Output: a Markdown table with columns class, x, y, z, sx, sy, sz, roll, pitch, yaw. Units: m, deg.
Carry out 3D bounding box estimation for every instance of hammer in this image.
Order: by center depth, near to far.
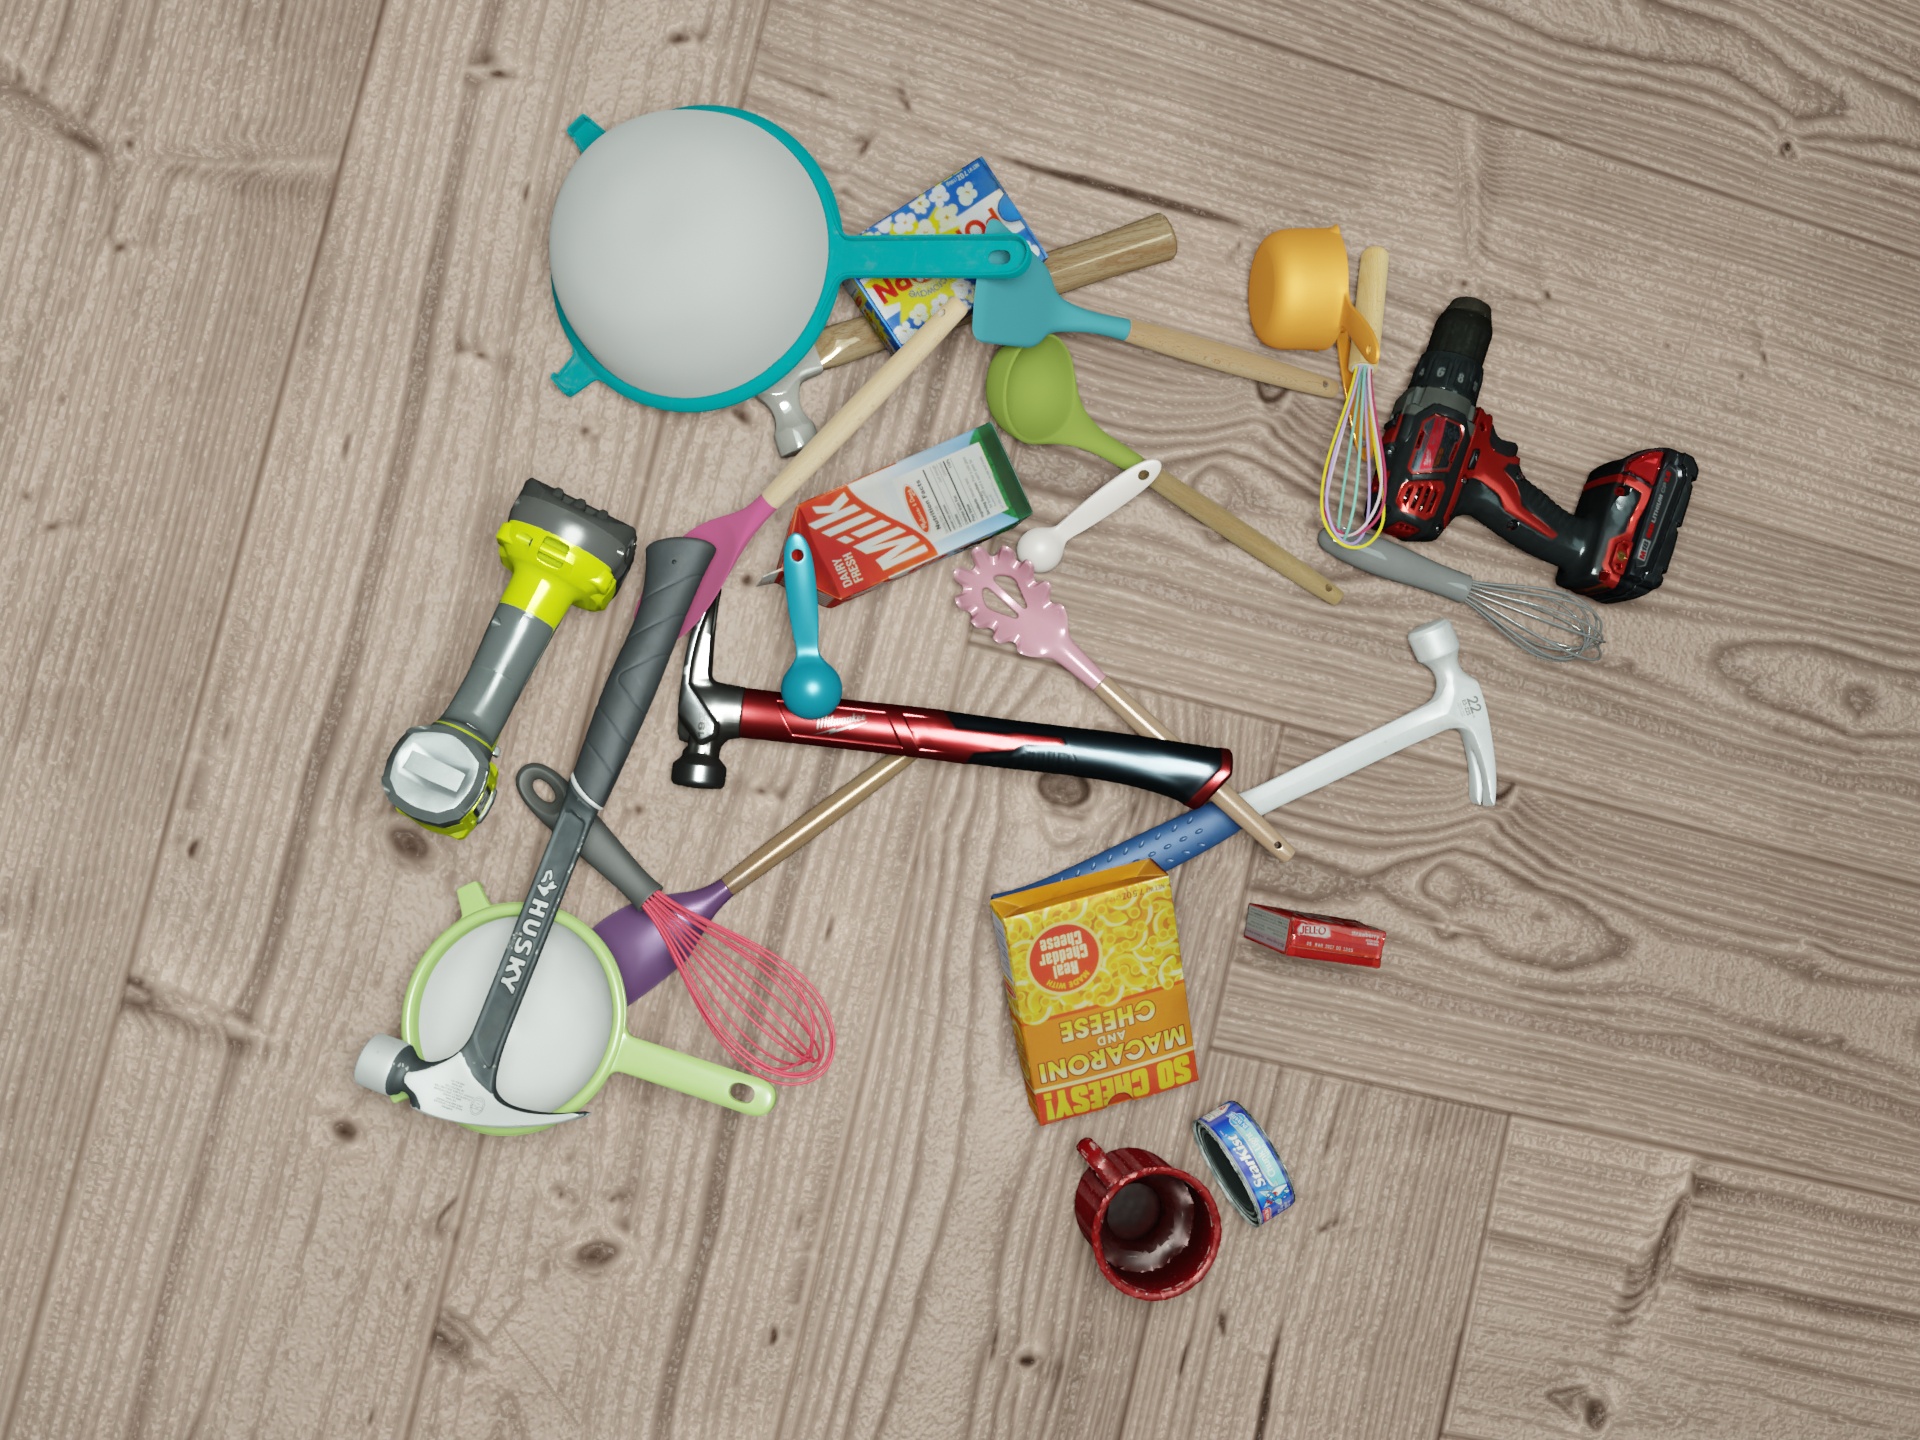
| class | x | y | z | sx | sy | sz | roll | pitch | yaw |
| --- | --- | --- | --- | --- | --- | --- | --- | --- | --- |
| hammer | -0.247 | 0.067 | 1.039 | 0.149 | 0.036 | 0.409 | 19 | 80 | 7 |
| hammer | -0.002 | -0.004 | 1.112 | 0.386 | 0.038 | 0.143 | 7 | 87 | 0 |
| hammer | 0.001 | -0.304 | 1.149 | 0.331 | 0.031 | 0.130 | -21 | 93 | -10 |
| hammer | 0.215 | 0.069 | 1.179 | 0.405 | 0.035 | 0.144 | -24 | 93 | -9 |

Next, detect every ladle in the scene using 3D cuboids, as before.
| class | x | y | z | sx | sy | sz | roll | pitch | yaw |
| --- | --- | --- | --- | --- | --- | --- | --- | --- | --- |
| ladle | 0.156 | -0.175 | 1.163 | 0.320 | 0.062 | 0.078 | 31 | 79 | -11 |

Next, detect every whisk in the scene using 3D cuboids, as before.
| class | x | y | z | sx | sy | sz | roll | pitch | yaw |
| --- | --- | --- | --- | --- | --- | --- | --- | --- | --- |
| whisk | -0.197 | 0.135 | 1.083 | 0.296 | 0.073 | 0.073 | 44 | 82 | 6 |
| whisk | 0.299 | -0.240 | 1.180 | 0.047 | 0.051 | 0.245 | 6 | 74 | 13 |
| whisk | 0.381 | -0.098 | 1.206 | 0.239 | 0.055 | 0.055 | 20 | 86 | -5 |

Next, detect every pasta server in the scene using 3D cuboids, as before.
| class | x | y | z | sx | sy | sz | roll | pitch | yaw |
| --- | --- | --- | --- | --- | --- | --- | --- | --- | --- |
| pasta server | 0.120 | -0.008 | 1.141 | 0.316 | 0.040 | 0.060 | 43 | 94 | 2 |

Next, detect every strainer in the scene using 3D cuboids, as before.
| class | x | y | z | sx | sy | sz | roll | pitch | yaw |
| --- | --- | --- | --- | --- | --- | --- | --- | --- | --- |
| strainer | -0.128 | -0.313 | 1.036 | 0.340 | 0.095 | 0.211 | 4 | 89 | 13 |
| strainer | -0.240 | 0.214 | 1.062 | 0.256 | 0.069 | 0.151 | 17 | 80 | 6 |

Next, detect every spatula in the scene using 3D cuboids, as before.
| class | x | y | z | sx | sy | sz | roll | pitch | yaw |
| --- | --- | --- | --- | --- | --- | --- | --- | --- | --- |
| spatula | -0.145 | 0.100 | 1.125 | 0.316 | 0.018 | 0.060 | -36 | 91 | -8 |
| spatula | 0.146 | -0.273 | 1.134 | 0.317 | 0.044 | 0.082 | 9 | 88 | -24 |

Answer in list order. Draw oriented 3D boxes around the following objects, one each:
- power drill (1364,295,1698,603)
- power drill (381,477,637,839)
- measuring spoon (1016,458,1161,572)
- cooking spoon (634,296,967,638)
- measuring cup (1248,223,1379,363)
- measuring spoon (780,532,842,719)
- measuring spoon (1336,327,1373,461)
| class | x | y | z | sx | sy | sz | roll | pitch | yaw |
| --- | --- | --- | --- | --- | --- | --- | --- | --- | --- |
| power drill | 0.431 | -0.201 | 1.202 | 0.226 | 0.080 | 0.188 | 20 | 86 | -6 |
| power drill | -0.296 | -0.031 | 1.034 | 0.080 | 0.171 | 0.223 | 26 | 77 | -8 |
| measuring spoon | 0.094 | -0.147 | 1.144 | 0.124 | 0.018 | 0.034 | -36 | 115 | 16 |
| cooking spoon | -0.111 | -0.165 | 1.071 | 0.319 | 0.017 | 0.069 | -43 | 54 | 15 |
| measuring cup | 0.248 | -0.291 | 1.128 | 0.052 | 0.174 | 0.095 | -1 | 125 | -6 |
| measuring spoon | -0.104 | -0.061 | 1.066 | 0.042 | 0.021 | 0.128 | -5 | 105 | -3 |
| measuring spoon | 0.296 | -0.254 | 1.211 | 0.021 | 0.011 | 0.117 | -16 | 95 | -29 |
